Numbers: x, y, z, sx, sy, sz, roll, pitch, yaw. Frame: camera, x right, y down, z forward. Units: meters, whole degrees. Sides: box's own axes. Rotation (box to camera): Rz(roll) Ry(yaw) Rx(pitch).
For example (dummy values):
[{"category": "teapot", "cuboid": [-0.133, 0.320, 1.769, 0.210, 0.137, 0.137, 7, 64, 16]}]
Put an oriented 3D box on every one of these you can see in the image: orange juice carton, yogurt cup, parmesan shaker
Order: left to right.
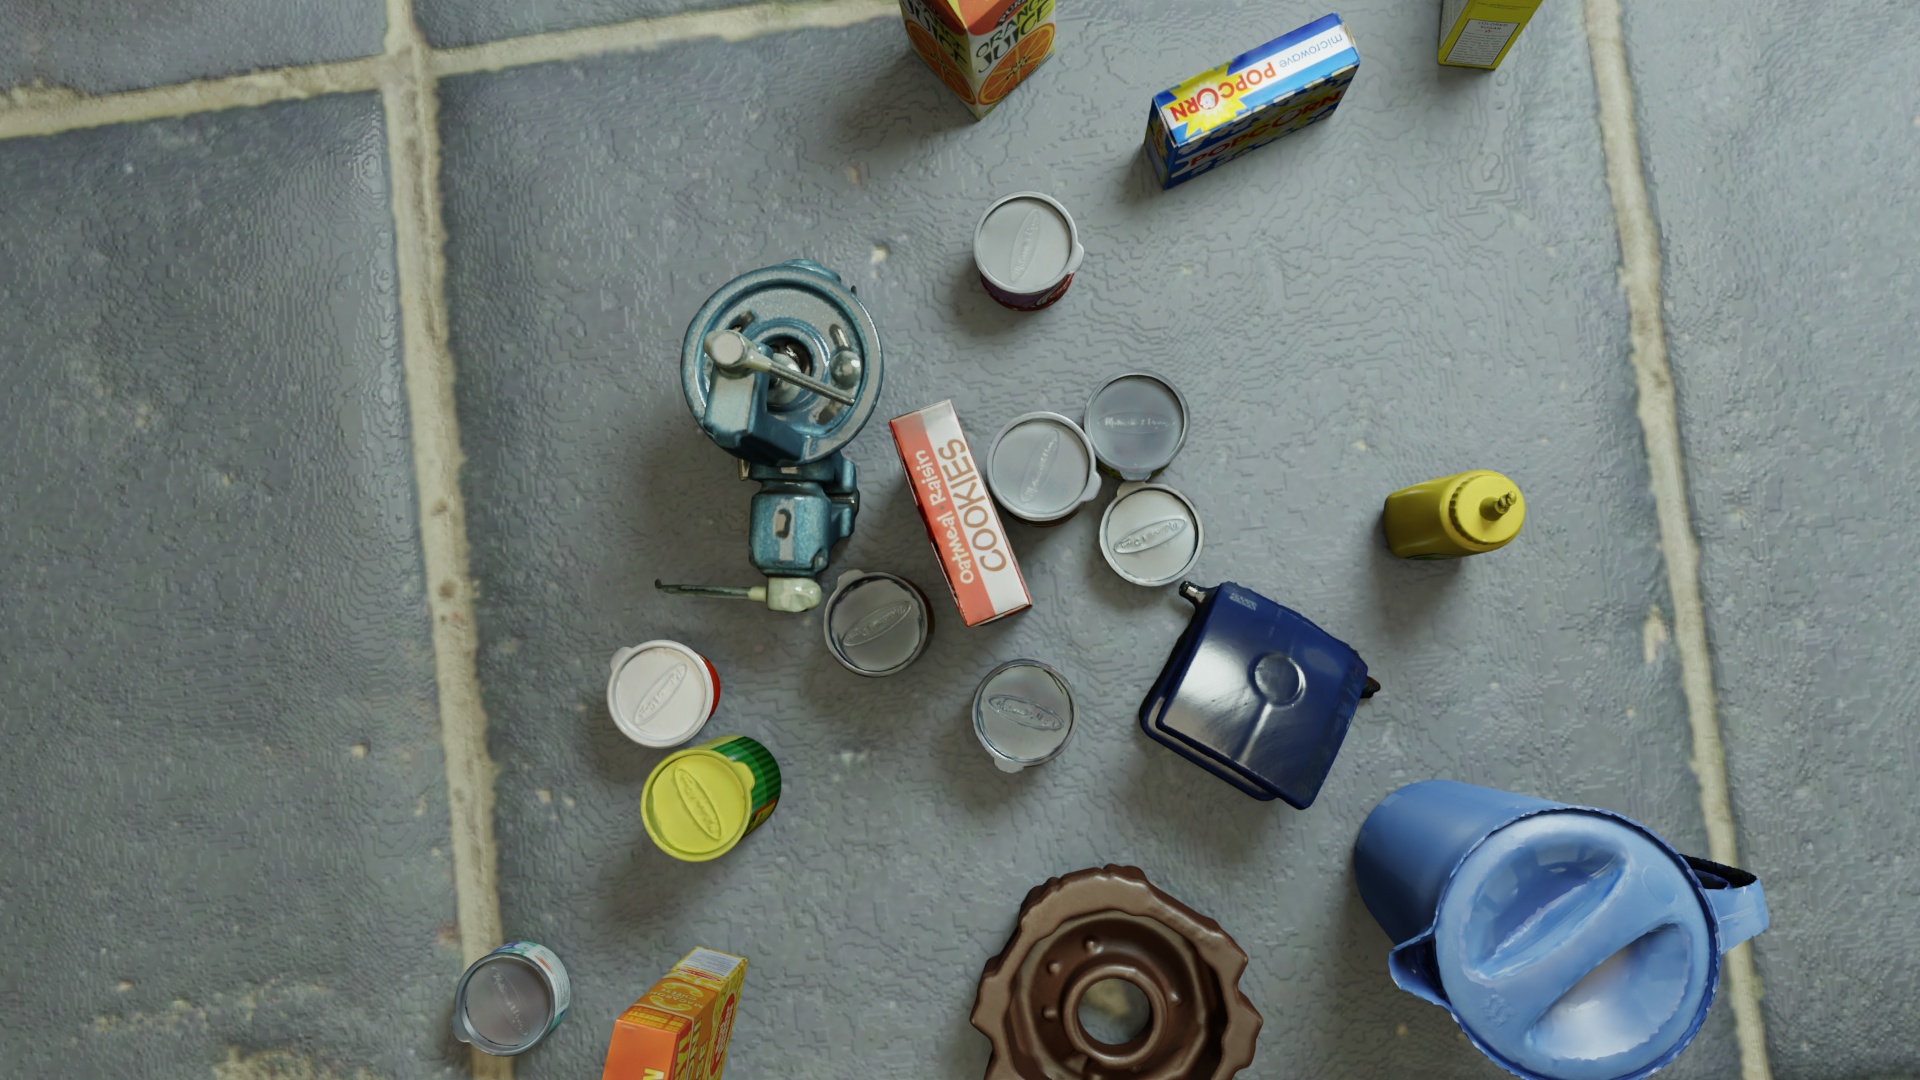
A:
[{"category": "yogurt cup", "cuboid": [-0.187, 0.098, 0.896, 0.072, 0.054, 0.072, 0, 86, 4]}, {"category": "parmesan shaker", "cuboid": [-0.150, 0.157, 0.865, 0.071, 0.103, 0.071, 0, 87, 4]}, {"category": "orange juice carton", "cuboid": [0.009, -0.336, 0.843, 0.072, 0.192, 0.073, -42, 85, 1]}]

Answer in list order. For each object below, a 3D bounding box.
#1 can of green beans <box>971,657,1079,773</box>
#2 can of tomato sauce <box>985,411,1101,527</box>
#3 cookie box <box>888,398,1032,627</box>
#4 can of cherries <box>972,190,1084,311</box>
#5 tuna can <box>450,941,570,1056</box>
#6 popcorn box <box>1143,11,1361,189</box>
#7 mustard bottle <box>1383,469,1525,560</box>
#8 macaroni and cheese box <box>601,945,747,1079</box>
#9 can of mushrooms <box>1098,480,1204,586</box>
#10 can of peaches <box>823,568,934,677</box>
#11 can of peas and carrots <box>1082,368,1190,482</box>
[{"category": "can of green beans", "cuboid": [0.041, 0.107, 0.880, 0.071, 0.058, 0.071, 0, 87, 4]}, {"category": "can of tomato sauce", "cuboid": [0.053, -0.042, 0.876, 0.071, 0.083, 0.071, 0, 87, 4]}, {"category": "cookie box", "cuboid": [0.003, -0.010, 0.835, 0.040, 0.167, 0.123, -22, 86, 2]}, {"category": "can of cherries", "cuboid": [0.045, -0.184, 0.898, 0.071, 0.058, 0.071, 0, 87, 4]}, {"category": "tuna can", "cuboid": [-0.291, 0.297, 0.900, 0.071, 0.033, 0.071, 0, 86, 3]}, {"category": "popcorn box", "cuboid": [0.183, -0.277, 0.883, 0.127, 0.085, 0.038, -24, 86, 2]}, {"category": "mustard bottle", "cuboid": [0.296, -0.015, 0.821, 0.065, 0.160, 0.049, -6, 87, 3]}, {"category": "macaroni and cheese box", "cuboid": [-0.174, 0.324, 0.824, 0.040, 0.166, 0.123, 12, 88, 4]}, {"category": "can of mushrooms", "cuboid": [0.121, -0.005, 0.894, 0.071, 0.033, 0.071, 0, 86, 3]}, {"category": "can of peaches", "cuboid": [-0.052, 0.051, 0.889, 0.071, 0.058, 0.071, 0, 87, 4]}, {"category": "can of peas and carrots", "cuboid": [0.111, -0.070, 0.887, 0.071, 0.058, 0.071, 0, 87, 4]}]
